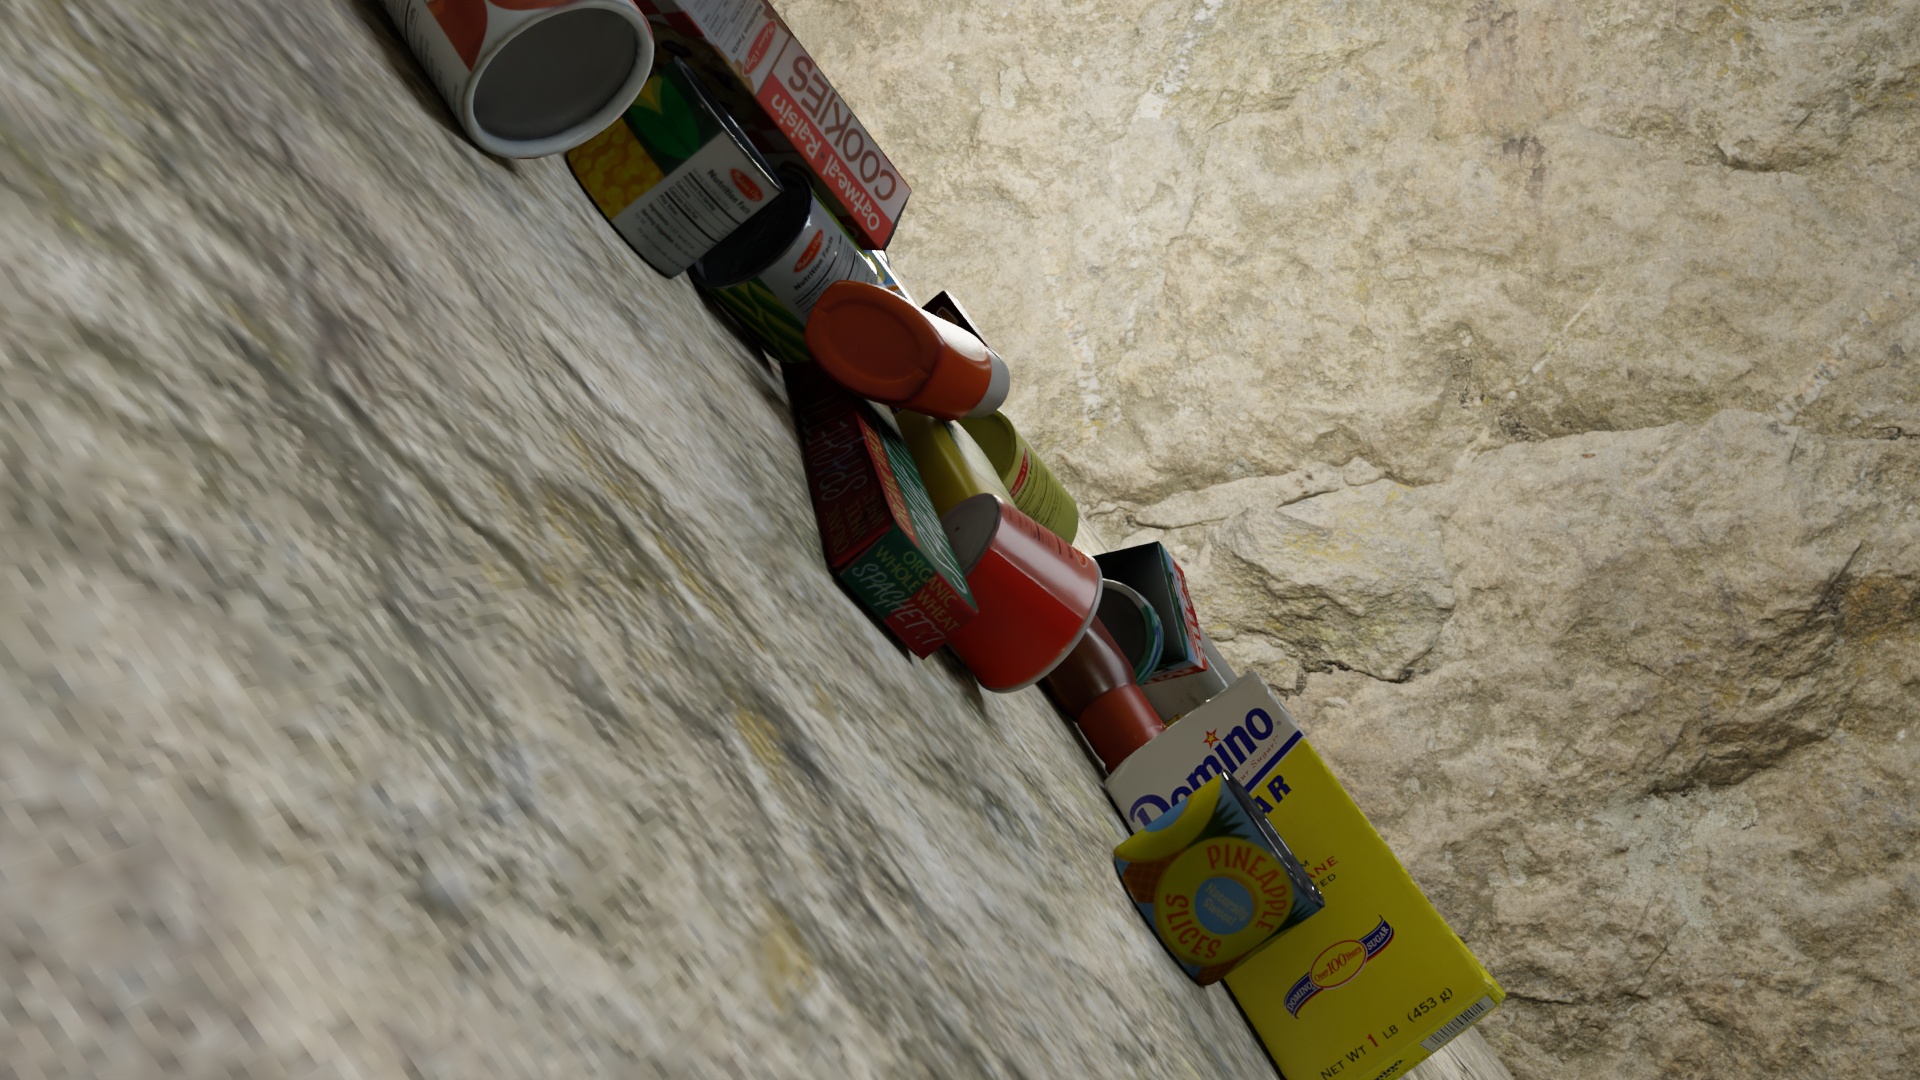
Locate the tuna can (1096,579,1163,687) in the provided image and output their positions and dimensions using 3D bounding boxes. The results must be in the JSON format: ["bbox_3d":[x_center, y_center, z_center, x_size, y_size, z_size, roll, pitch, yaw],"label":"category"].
[{"bbox_3d":[0.079,0.058,0.785,0.071,0.071,0.033,55,7,17],"label":"tuna can"}]

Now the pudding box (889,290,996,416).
[{"bbox_3d":[-0.024,-0.097,0.793,0.050,0.083,0.030,55,9,11],"label":"pudding box"}]

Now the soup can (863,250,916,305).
[{"bbox_3d":[-0.057,-0.119,0.744,0.084,0.071,0.071,53,6,4],"label":"soup can"}]

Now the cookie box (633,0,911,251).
[{"bbox_3d":[-0.116,-0.199,0.636,0.123,0.040,0.167,12,-21,37],"label":"cookie box"}]

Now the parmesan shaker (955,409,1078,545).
[{"bbox_3d":[0.020,-0.025,0.818,0.071,0.071,0.103,57,7,34],"label":"parmesan shaker"}]

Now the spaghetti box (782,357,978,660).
[{"bbox_3d":[-0.041,-0.032,0.578,0.050,0.028,0.251,48,8,-26],"label":"spaghetti box"}]

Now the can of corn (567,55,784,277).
[{"bbox_3d":[-0.115,-0.151,0.559,0.071,0.058,0.071,52,7,-8],"label":"can of corn"}]

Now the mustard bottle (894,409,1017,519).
[{"bbox_3d":[0.002,-0.008,0.657,0.065,0.048,0.161,42,12,-35],"label":"mustard bottle"}]

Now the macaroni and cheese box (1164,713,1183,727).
[{"bbox_3d":[0.179,0.197,0.832,0.123,0.040,0.167,46,9,-46],"label":"macaroni and cheese box"}]

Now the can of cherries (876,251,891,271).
[{"bbox_3d":[-0.085,-0.167,0.831,0.071,0.071,0.058,55,8,21],"label":"can of cherries"}]

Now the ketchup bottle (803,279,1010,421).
[{"bbox_3d":[-0.014,-0.079,0.626,0.065,0.043,0.149,33,9,15],"label":"ketchup bottle"}]

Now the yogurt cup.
[{"bbox_3d":[0.014,0.018,0.546,0.054,0.072,0.072,41,11,-24],"label":"yogurt cup"}]

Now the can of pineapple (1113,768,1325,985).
[{"bbox_3d":[0.103,0.136,0.559,0.071,0.058,0.071,51,7,-8],"label":"can of pineapple"}]

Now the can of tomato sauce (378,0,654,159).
[{"bbox_3d":[-0.144,-0.174,0.436,0.083,0.071,0.071,55,7,13],"label":"can of tomato sauce"}]

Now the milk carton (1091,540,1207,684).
[{"bbox_3d":[0.113,0.055,0.897,0.190,0.072,0.073,32,46,-74],"label":"milk carton"}]

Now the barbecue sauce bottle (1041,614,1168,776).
[{"bbox_3d":[0.057,0.056,0.722,0.149,0.043,0.064,57,8,28],"label":"barbecue sauce bottle"}]

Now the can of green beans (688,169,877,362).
[{"bbox_3d":[-0.079,-0.123,0.627,0.057,0.071,0.071,47,9,-47],"label":"can of green beans"}]
